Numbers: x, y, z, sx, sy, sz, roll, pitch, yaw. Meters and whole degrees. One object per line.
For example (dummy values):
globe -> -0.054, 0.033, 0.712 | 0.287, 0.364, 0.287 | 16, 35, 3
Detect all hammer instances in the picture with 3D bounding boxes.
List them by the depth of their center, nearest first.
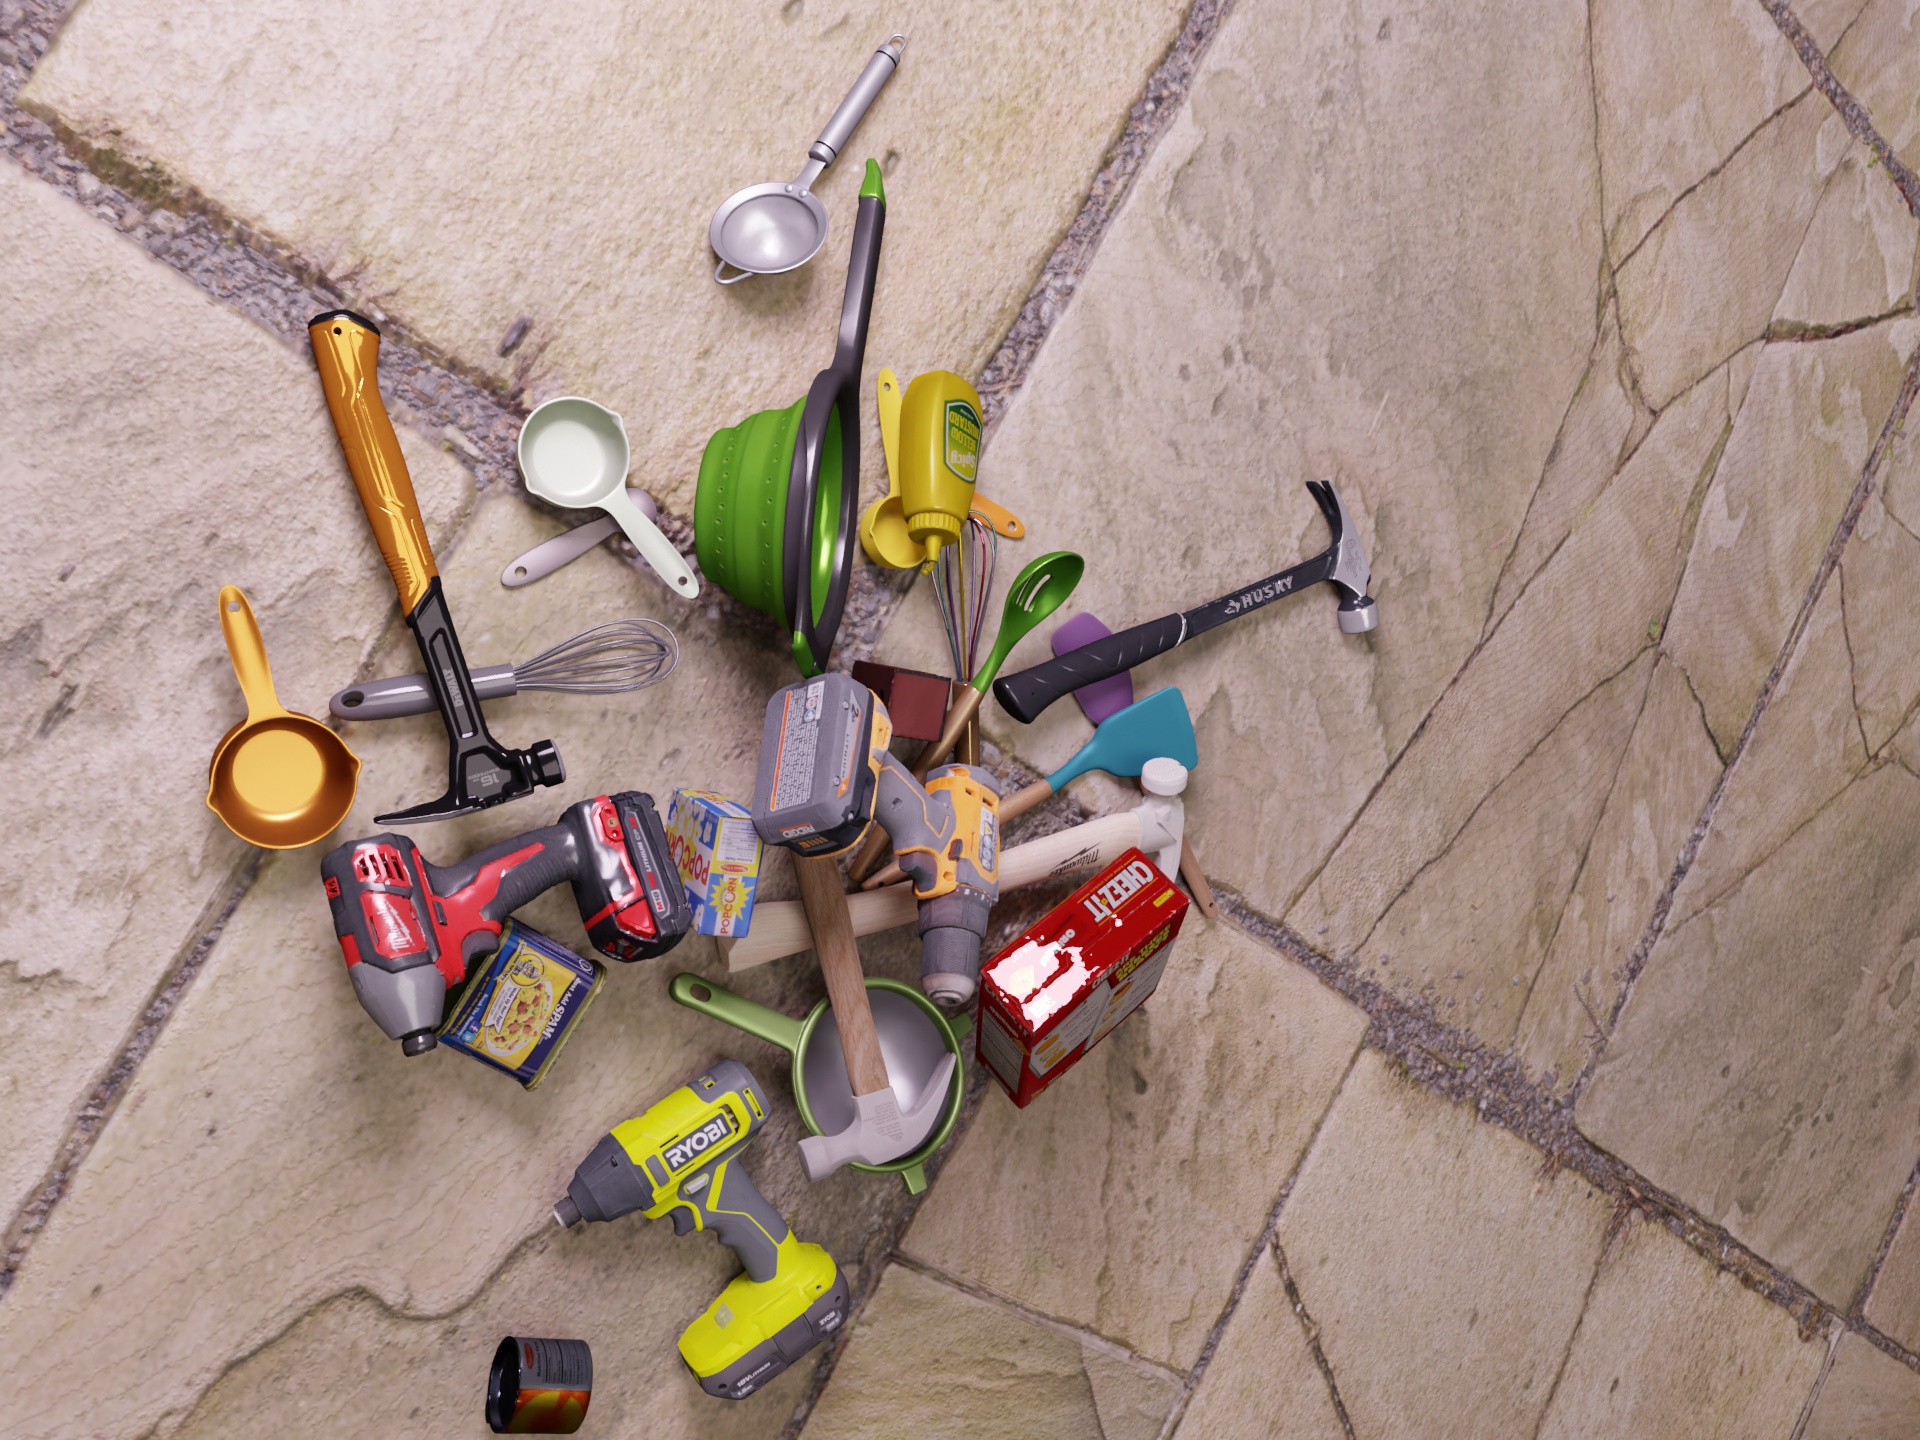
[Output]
hammer -> -0.369, -0.100, 1.045 | 0.127, 0.034, 0.337 | -18, 97, -18
hammer -> -0.092, 0.166, 1.194 | 0.130, 0.031, 0.331 | -13, 88, -19
hammer -> 0.003, 0.141, 1.294 | 0.410, 0.038, 0.146 | -13, 125, -23
hammer -> 0.200, -0.089, 1.373 | 0.409, 0.036, 0.149 | -23, 106, -27

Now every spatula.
spatula -> 0.057, 0.069, 1.322 | 0.317, 0.044, 0.082 | -28, 117, -21
spatula -> 0.163, 0.046, 1.392 | 0.060, 0.018, 0.315 | -35, 111, -19

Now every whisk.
whisk -> -0.313, -0.032, 1.106 | 0.239, 0.055, 0.055 | -11, 103, -23
whisk -> 0.004, -0.054, 1.281 | 0.051, 0.047, 0.245 | -9, 106, -28

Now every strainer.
strainer -> -0.104, -0.407, 1.167 | 0.087, 0.050, 0.258 | 26, 75, 14
strainer -> -0.120, 0.259, 1.241 | 0.256, 0.069, 0.152 | 28, 61, -19

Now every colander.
colander -> -0.123, -0.228, 1.151 | 0.094, 0.204, 0.397 | 6, 77, 4

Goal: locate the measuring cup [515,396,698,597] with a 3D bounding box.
measuring cup -> -0.244, -0.151, 1.119 | 0.083, 0.038, 0.167 | -44, 109, -15

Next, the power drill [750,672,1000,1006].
power drill -> -0.049, 0.089, 1.143 | 0.226, 0.084, 0.185 | 38, 46, -44

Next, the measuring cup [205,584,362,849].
measuring cup -> -0.451, -0.004, 1.030 | 0.095, 0.052, 0.173 | -17, 103, -26

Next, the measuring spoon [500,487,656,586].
measuring spoon -> -0.269, -0.127, 1.129 | 0.124, 0.018, 0.034 | -33, 112, -20

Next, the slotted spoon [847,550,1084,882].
slotted spoon -> -0.002, -0.004, 1.252 | 0.314, 0.031, 0.070 | -57, 149, 7

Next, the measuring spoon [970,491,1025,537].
measuring spoon -> 0.008, -0.176, 1.278 | 0.116, 0.011, 0.021 | 27, 84, -29

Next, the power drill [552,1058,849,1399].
power drill -> -0.194, 0.395, 1.218 | 0.171, 0.080, 0.223 | -31, 107, -22

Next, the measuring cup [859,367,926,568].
measuring cup -> -0.056, -0.194, 1.238 | 0.062, 0.029, 0.156 | -4, 87, -36

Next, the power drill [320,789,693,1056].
power drill -> -0.302, 0.132, 1.067 | 0.219, 0.078, 0.143 | -12, 76, -36
